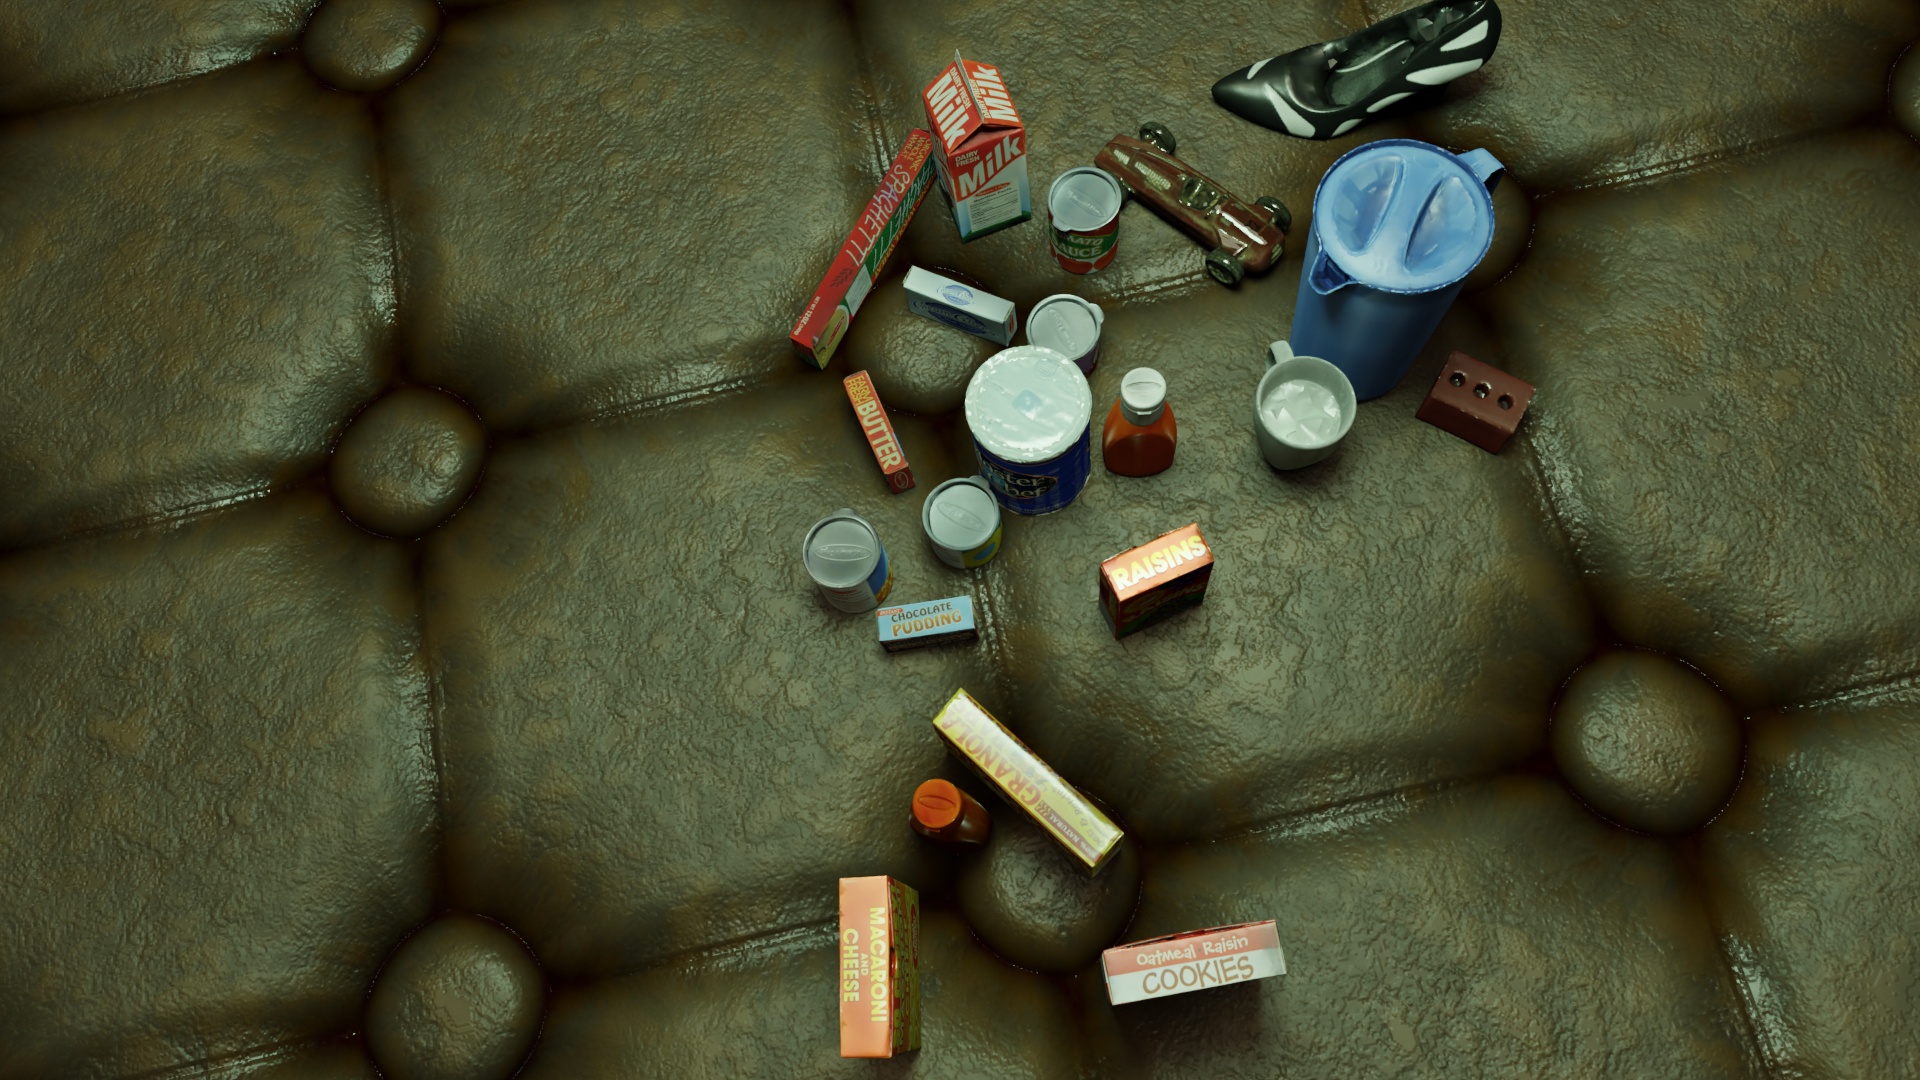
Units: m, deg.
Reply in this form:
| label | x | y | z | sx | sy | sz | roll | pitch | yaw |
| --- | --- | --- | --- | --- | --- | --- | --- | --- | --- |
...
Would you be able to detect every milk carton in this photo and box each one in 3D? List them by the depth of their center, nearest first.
| label | x | y | z | sx | sy | sz | roll | pitch | yaw |
| --- | --- | --- | --- | --- | --- | --- | --- | --- | --- |
| milk carton | 0.015 | -0.356 | 1.253 | 0.073 | 0.190 | 0.072 | -20 | 71 | -1 |

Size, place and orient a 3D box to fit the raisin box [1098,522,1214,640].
| label | x | y | z | sx | sy | sz | roll | pitch | yaw |
| --- | --- | --- | --- | --- | --- | --- | --- | --- | --- |
| raisin box | 0.160 | 0.035 | 1.145 | 0.086 | 0.123 | 0.040 | -23 | 72 | -2 |

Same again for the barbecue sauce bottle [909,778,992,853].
| label | x | y | z | sx | sy | sz | roll | pitch | yaw |
| --- | --- | --- | --- | --- | --- | --- | --- | --- | --- |
| barbecue sauce bottle | -0.011 | 0.215 | 1.087 | 0.065 | 0.148 | 0.044 | 11 | 74 | 9 |

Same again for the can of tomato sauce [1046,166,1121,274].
| label | x | y | z | sx | sy | sz | roll | pitch | yaw |
| --- | --- | --- | --- | --- | --- | --- | --- | --- | --- |
| can of tomato sauce | 0.113 | -0.292 | 1.279 | 0.071 | 0.083 | 0.071 | -2 | 72 | 5 |

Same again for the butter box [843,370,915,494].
| label | x | y | z | sx | sy | sz | roll | pitch | yaw |
| --- | --- | --- | --- | --- | --- | --- | --- | --- | --- |
| butter box | -0.073 | -0.097 | 1.247 | 0.024 | 0.053 | 0.104 | -24 | 71 | -3 |

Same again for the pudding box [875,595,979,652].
| label | x | y | z | sx | sy | sz | roll | pitch | yaw |
| --- | --- | --- | --- | --- | --- | --- | --- | --- | --- |
| pudding box | -0.027 | 0.072 | 1.188 | 0.084 | 0.049 | 0.030 | -8 | 72 | 2 |

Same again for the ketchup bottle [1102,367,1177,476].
| label | x | y | z | sx | sy | sz | roll | pitch | yaw |
| --- | --- | --- | --- | --- | --- | --- | --- | --- | --- |
| ketchup bottle | 0.153 | -0.099 | 1.177 | 0.065 | 0.148 | 0.043 | -3 | 72 | 4 |

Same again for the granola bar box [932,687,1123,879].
| label | x | y | z | sx | sy | sz | roll | pitch | yaw |
| --- | --- | --- | --- | --- | --- | --- | --- | --- | --- |
| granola bar box | 0.054 | 0.196 | 1.100 | 0.166 | 0.124 | 0.039 | 40 | 80 | 16 |

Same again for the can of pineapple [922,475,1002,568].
| label | x | y | z | sx | sy | sz | roll | pitch | yaw |
| --- | --- | --- | --- | --- | --- | --- | --- | --- | --- |
| can of pineapple | 0.004 | -0.015 | 1.210 | 0.071 | 0.057 | 0.071 | -2 | 72 | 5 |

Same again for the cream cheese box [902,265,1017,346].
| label | x | y | z | sx | sy | sz | roll | pitch | yaw |
| --- | --- | --- | --- | --- | --- | --- | --- | --- | --- |
| cream cheese box | 0.000 | -0.215 | 1.279 | 0.104 | 0.053 | 0.024 | 22 | 75 | 12 |

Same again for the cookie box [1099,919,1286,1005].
| label | x | y | z | sx | sy | sz | roll | pitch | yaw |
| --- | --- | --- | --- | --- | --- | --- | --- | --- | --- |
| cookie box | 0.167 | 0.313 | 1.028 | 0.123 | 0.167 | 0.040 | -11 | 72 | 1 |

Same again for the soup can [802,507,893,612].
| label | x | y | z | sx | sy | sz | roll | pitch | yaw |
| --- | --- | --- | --- | --- | --- | --- | --- | --- | --- |
| soup can | -0.095 | 0.018 | 1.194 | 0.071 | 0.083 | 0.071 | -2 | 72 | 5 |

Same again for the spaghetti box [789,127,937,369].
| label | x | y | z | sx | sy | sz | roll | pitch | yaw |
| --- | --- | --- | --- | --- | --- | --- | --- | --- | --- |
| spaghetti box | -0.085 | -0.277 | 1.310 | 0.029 | 0.050 | 0.250 | 25 | 76 | 12 |

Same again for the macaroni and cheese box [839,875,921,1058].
| label | x | y | z | sx | sy | sz | roll | pitch | yaw |
| --- | --- | --- | --- | --- | --- | --- | --- | --- | --- |
| macaroni and cheese box | -0.058 | 0.321 | 1.046 | 0.040 | 0.166 | 0.124 | -4 | 72 | 4 |

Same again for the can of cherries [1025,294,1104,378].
| label | x | y | z | sx | sy | sz | roll | pitch | yaw |
| --- | --- | --- | --- | --- | --- | --- | --- | --- | --- |
| can of cherries | 0.096 | -0.181 | 1.257 | 0.071 | 0.058 | 0.071 | -2 | 72 | 5 |
